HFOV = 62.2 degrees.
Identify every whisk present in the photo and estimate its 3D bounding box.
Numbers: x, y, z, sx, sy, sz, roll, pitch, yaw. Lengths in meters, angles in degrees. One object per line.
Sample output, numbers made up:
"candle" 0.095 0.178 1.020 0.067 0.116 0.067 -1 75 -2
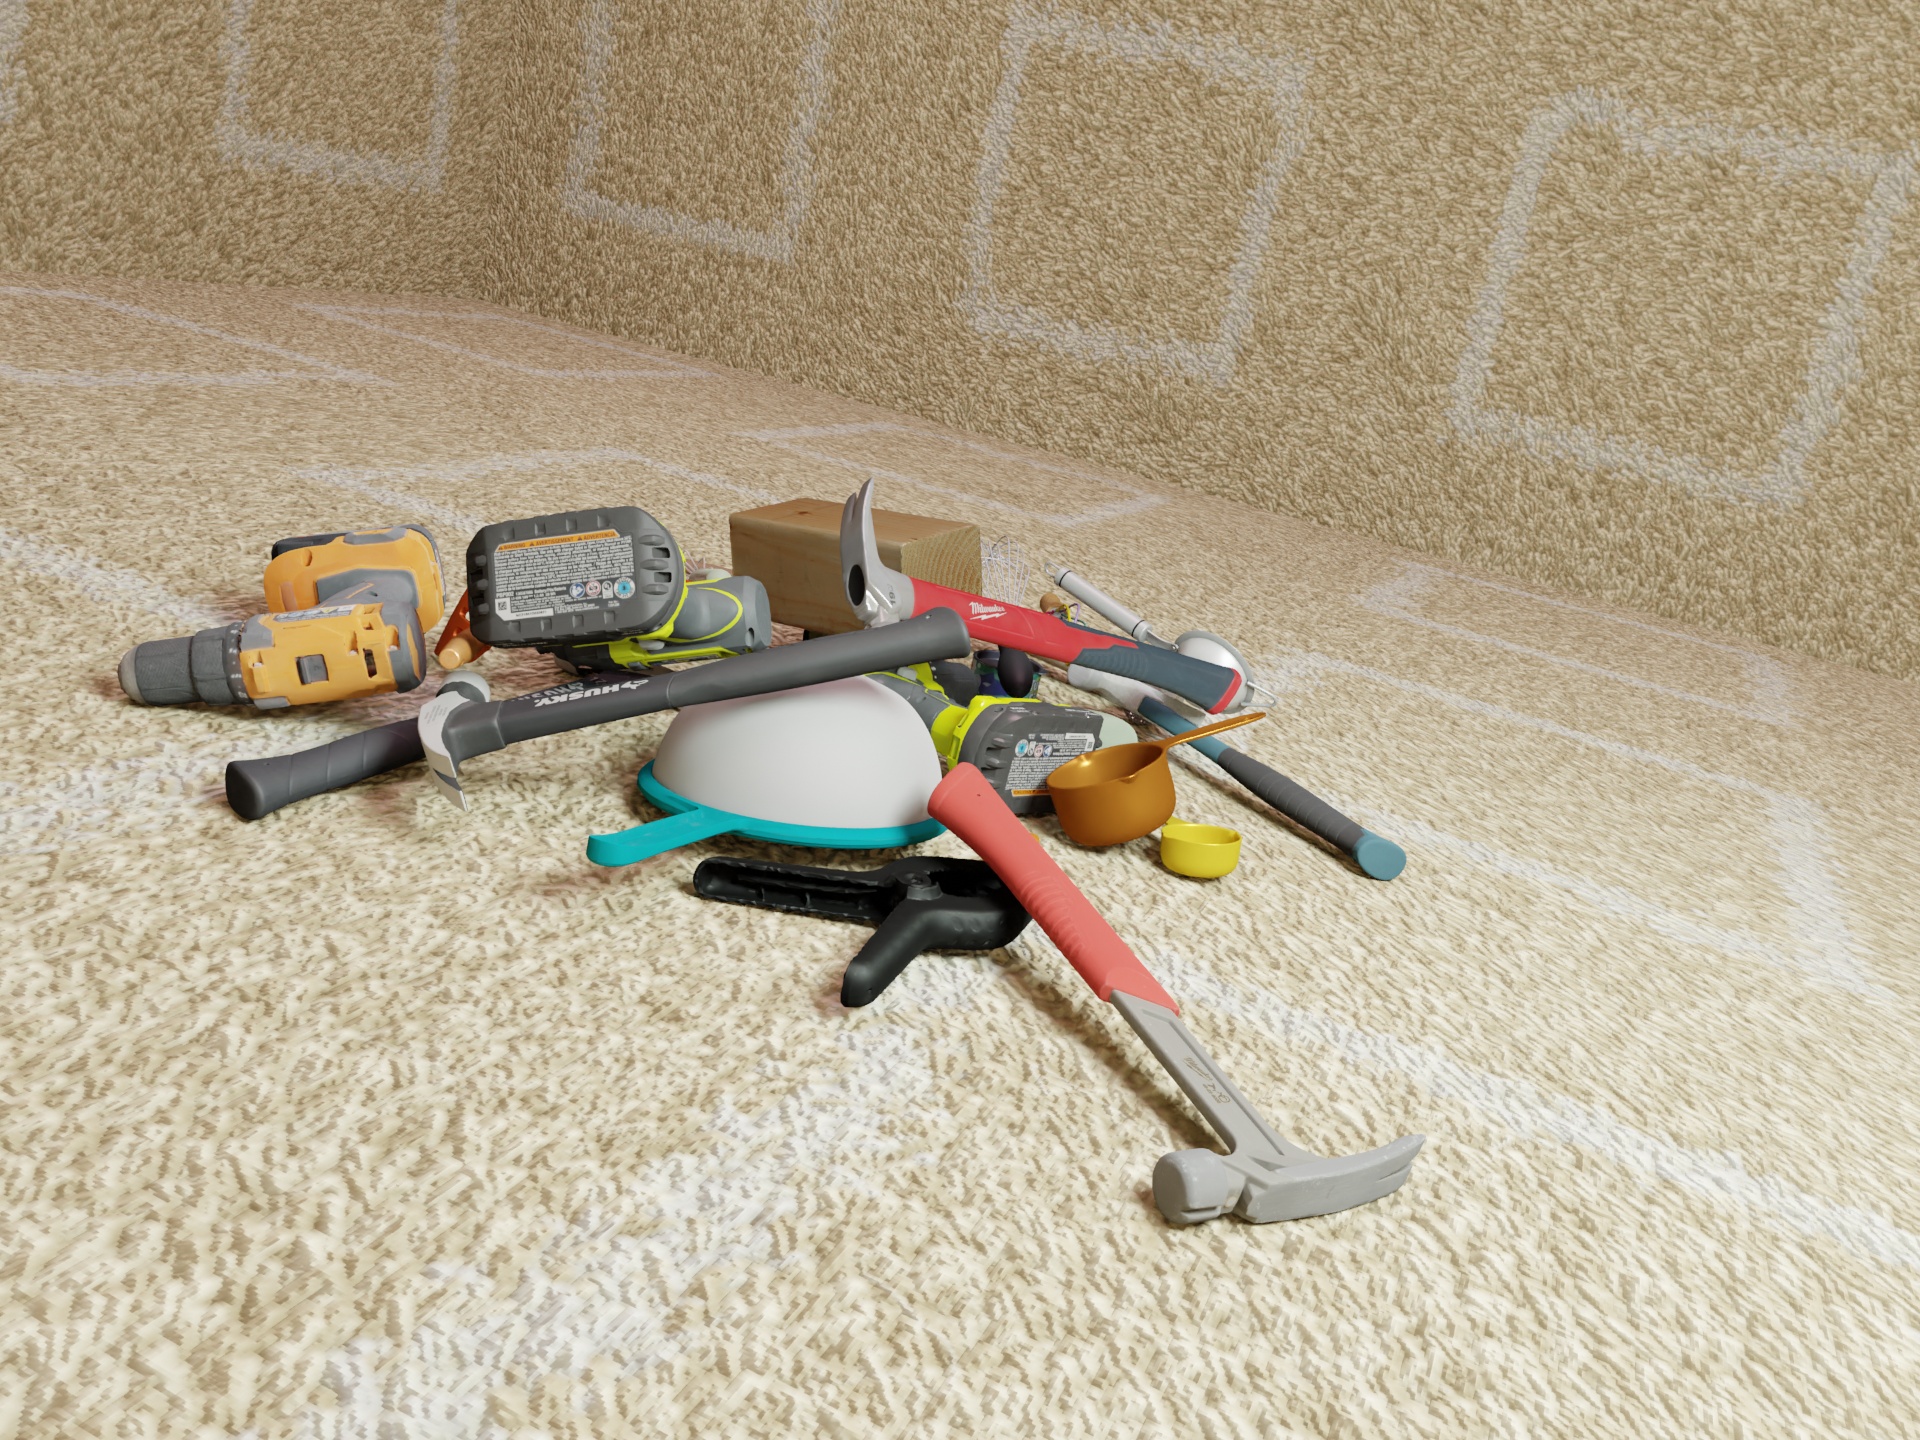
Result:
"whisk" 0.041 -0.094 1.442 0.070 0.070 0.285 9 29 -10
"whisk" -0.233 -0.123 1.419 0.059 0.058 0.246 -15 10 -15
"whisk" 0.090 -0.091 1.488 0.051 0.047 0.245 -29 11 5

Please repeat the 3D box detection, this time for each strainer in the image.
"strainer" 0.168 -0.074 1.425 0.050 0.086 0.259 -33 56 -31
"strainer" -0.126 0.018 0.994 0.211 0.095 0.340 13 10 19

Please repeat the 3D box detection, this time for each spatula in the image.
"spatula" -0.340 -0.060 1.084 0.041 0.081 0.323 29 0 -14

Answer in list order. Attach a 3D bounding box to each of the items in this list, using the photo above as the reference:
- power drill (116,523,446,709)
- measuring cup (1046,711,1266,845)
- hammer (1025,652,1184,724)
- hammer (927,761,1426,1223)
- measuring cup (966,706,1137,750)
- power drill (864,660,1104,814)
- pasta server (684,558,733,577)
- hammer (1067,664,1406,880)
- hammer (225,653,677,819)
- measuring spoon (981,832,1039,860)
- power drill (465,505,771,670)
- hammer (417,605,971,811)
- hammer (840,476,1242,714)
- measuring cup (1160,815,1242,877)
"power drill" -0.456 -0.067 1.100 0.185 0.084 0.226 -7 22 -7
"measuring cup" 0.148 0.042 1.145 0.173 0.052 0.095 -18 13 -14
"hammer" 0.029 -0.097 1.569 0.411 0.038 0.146 24 18 18
"hammer" 0.085 0.130 0.864 0.149 0.036 0.359 1 29 -31
"measuring cup" 0.073 0.000 1.341 0.168 0.038 0.083 24 20 26
"power drill" -0.002 -0.004 1.245 0.229 0.080 0.190 25 16 41
"pasta server" -0.160 -0.116 1.577 0.316 0.040 0.060 16 17 26
"hammer" 0.229 0.038 1.305 0.128 0.033 0.331 21 11 -43
"hammer" -0.321 0.002 1.069 0.149 0.036 0.409 19 19 19
"measuring spoon" 0.029 0.089 1.073 0.021 0.011 0.117 19 18 21
"power drill" -0.235 -0.075 1.070 0.171 0.080 0.223 -6 -7 6
"hammer" -0.159 -0.019 0.960 0.334 0.035 0.146 -11 24 -4
"hammer" 0.074 -0.076 1.235 0.386 0.038 0.143 12 57 -37
"measuring cup" 0.148 0.085 1.167 0.062 0.029 0.157 -1 9 -25
